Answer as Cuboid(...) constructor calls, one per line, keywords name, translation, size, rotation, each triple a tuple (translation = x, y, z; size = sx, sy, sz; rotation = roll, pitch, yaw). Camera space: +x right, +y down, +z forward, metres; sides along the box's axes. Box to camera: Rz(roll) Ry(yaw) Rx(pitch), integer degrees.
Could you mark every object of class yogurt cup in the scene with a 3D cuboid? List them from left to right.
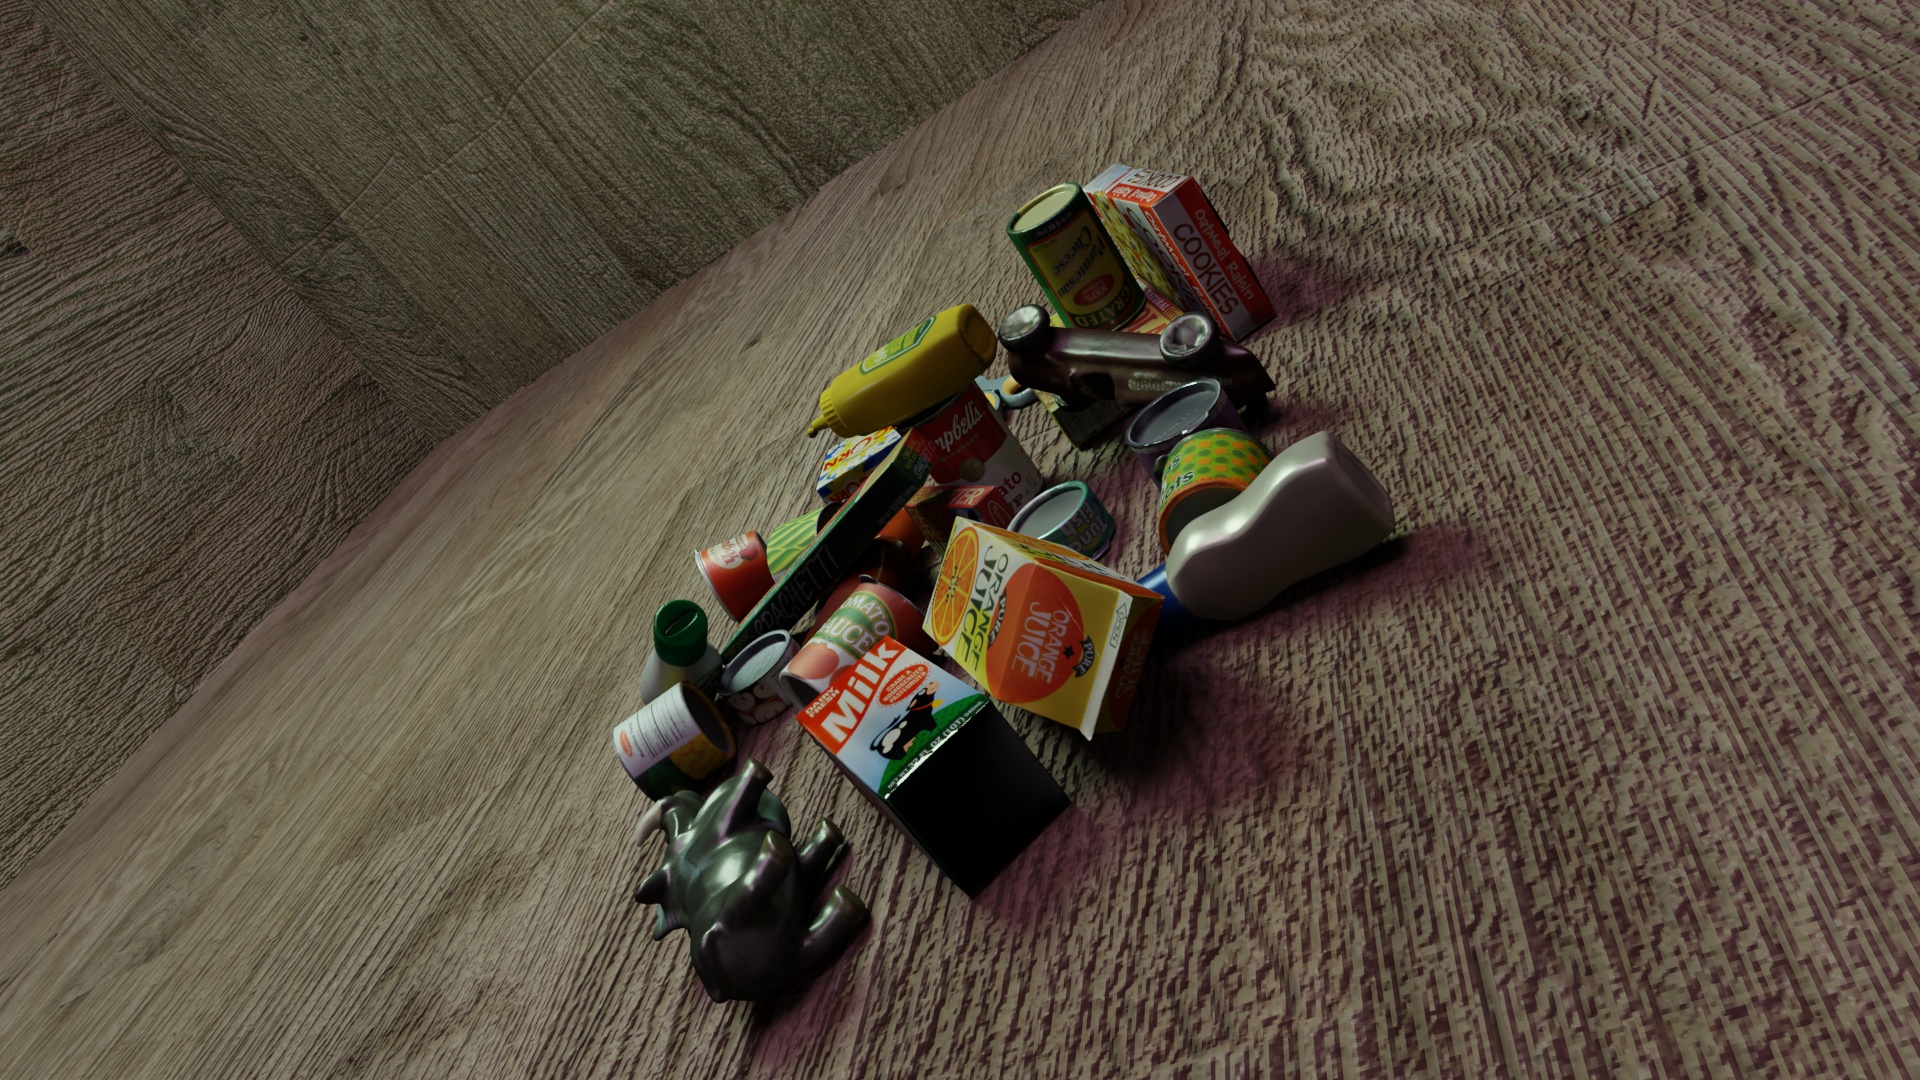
Cuboid(name="yogurt cup", translation=(-0.183, 0.027, 1.168), size=(0.054, 0.072, 0.072), rotation=(-30, 22, -2))

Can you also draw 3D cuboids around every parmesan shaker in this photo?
Cuboid(name="parmesan shaker", translation=(0.085, -0.210, 1.058), size=(0.071, 0.103, 0.071), rotation=(-28, 27, 16))

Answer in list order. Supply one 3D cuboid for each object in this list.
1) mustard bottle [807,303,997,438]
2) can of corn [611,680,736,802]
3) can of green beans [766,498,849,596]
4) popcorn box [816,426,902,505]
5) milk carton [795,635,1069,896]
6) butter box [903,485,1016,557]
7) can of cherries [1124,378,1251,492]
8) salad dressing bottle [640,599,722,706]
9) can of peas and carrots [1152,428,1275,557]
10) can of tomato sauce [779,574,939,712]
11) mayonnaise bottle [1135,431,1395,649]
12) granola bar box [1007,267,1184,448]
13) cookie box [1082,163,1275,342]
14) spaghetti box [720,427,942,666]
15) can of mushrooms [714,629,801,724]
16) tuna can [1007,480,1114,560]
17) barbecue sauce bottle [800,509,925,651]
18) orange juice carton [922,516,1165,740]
Cuboid(name="mustard bottle", translation=(-0.050, -0.109, 0.979), size=(0.160, 0.048, 0.066), rotation=(-26, 22, 26))
Cuboid(name="can of corn", translation=(-0.196, 0.140, 0.963), size=(0.058, 0.071, 0.071), rotation=(-35, 22, 4))
Cuboid(name="can of green beans", translation=(-0.108, 0.010, 1.086), size=(0.057, 0.071, 0.071), rotation=(-21, 27, 36))
Cuboid(name="popcorn box", translation=(-0.063, -0.079, 1.230), size=(0.126, 0.038, 0.085), rotation=(-30, 23, 17))
Cuboid(name="milk carton", translation=(-0.027, 0.110, 0.753), size=(0.072, 0.073, 0.190), rotation=(-42, 22, -13))
Cuboid(name="butter box", translation=(0.003, -0.012, 0.977), size=(0.024, 0.053, 0.103), rotation=(-44, 23, -22))
Cuboid(name="can of cherries", translation=(0.143, -0.055, 0.845), size=(0.071, 0.058, 0.072), rotation=(-30, 22, 14))
Cuboid(name="salad dressing bottle", translation=(-0.201, 0.088, 1.000), size=(0.064, 0.044, 0.147), rotation=(-40, -14, -25))
Cuboid(name="can of peas and carrots", translation=(0.140, -0.020, 0.764), size=(0.071, 0.071, 0.059), rotation=(-27, 24, 25))
Cuboid(name="can of tomato sauce", translation=(-0.065, 0.076, 0.883), size=(0.083, 0.071, 0.071), rotation=(-49, 24, -26))
Cuboid(name="mayonnaise bottle", translation=(0.145, 0.007, 0.715), size=(0.147, 0.064, 0.041), rotation=(-36, 24, 30))
Cuboid(name="granola bar box", translation=(0.112, -0.147, 1.087), size=(0.124, 0.039, 0.166), rotation=(-34, 26, 5))
Cuboid(name="cookie box", translation=(0.165, -0.224, 1.063), size=(0.040, 0.122, 0.168), rotation=(-38, 22, 1))
Cuboid(name="spaghetti box", translation=(-0.099, 0.015, 1.008), size=(0.249, 0.028, 0.050), rotation=(-46, 11, 34))
Cuboid(name="can of mushrooms", translation=(-0.142, 0.099, 1.001), size=(0.071, 0.033, 0.071), rotation=(-31, 23, 15))
Cuboid(name="tuna can", translation=(0.065, -0.006, 0.899), size=(0.071, 0.032, 0.071), rotation=(-32, 22, 15))
Cuboid(name="barbecue sauce bottle", translation=(-0.063, 0.033, 1.001), size=(0.064, 0.043, 0.149), rotation=(-30, 21, 34))
Cuboid(name="orange juice carton", translation=(0.044, 0.043, 0.725), size=(0.193, 0.073, 0.071), rotation=(-148, 74, -72))
